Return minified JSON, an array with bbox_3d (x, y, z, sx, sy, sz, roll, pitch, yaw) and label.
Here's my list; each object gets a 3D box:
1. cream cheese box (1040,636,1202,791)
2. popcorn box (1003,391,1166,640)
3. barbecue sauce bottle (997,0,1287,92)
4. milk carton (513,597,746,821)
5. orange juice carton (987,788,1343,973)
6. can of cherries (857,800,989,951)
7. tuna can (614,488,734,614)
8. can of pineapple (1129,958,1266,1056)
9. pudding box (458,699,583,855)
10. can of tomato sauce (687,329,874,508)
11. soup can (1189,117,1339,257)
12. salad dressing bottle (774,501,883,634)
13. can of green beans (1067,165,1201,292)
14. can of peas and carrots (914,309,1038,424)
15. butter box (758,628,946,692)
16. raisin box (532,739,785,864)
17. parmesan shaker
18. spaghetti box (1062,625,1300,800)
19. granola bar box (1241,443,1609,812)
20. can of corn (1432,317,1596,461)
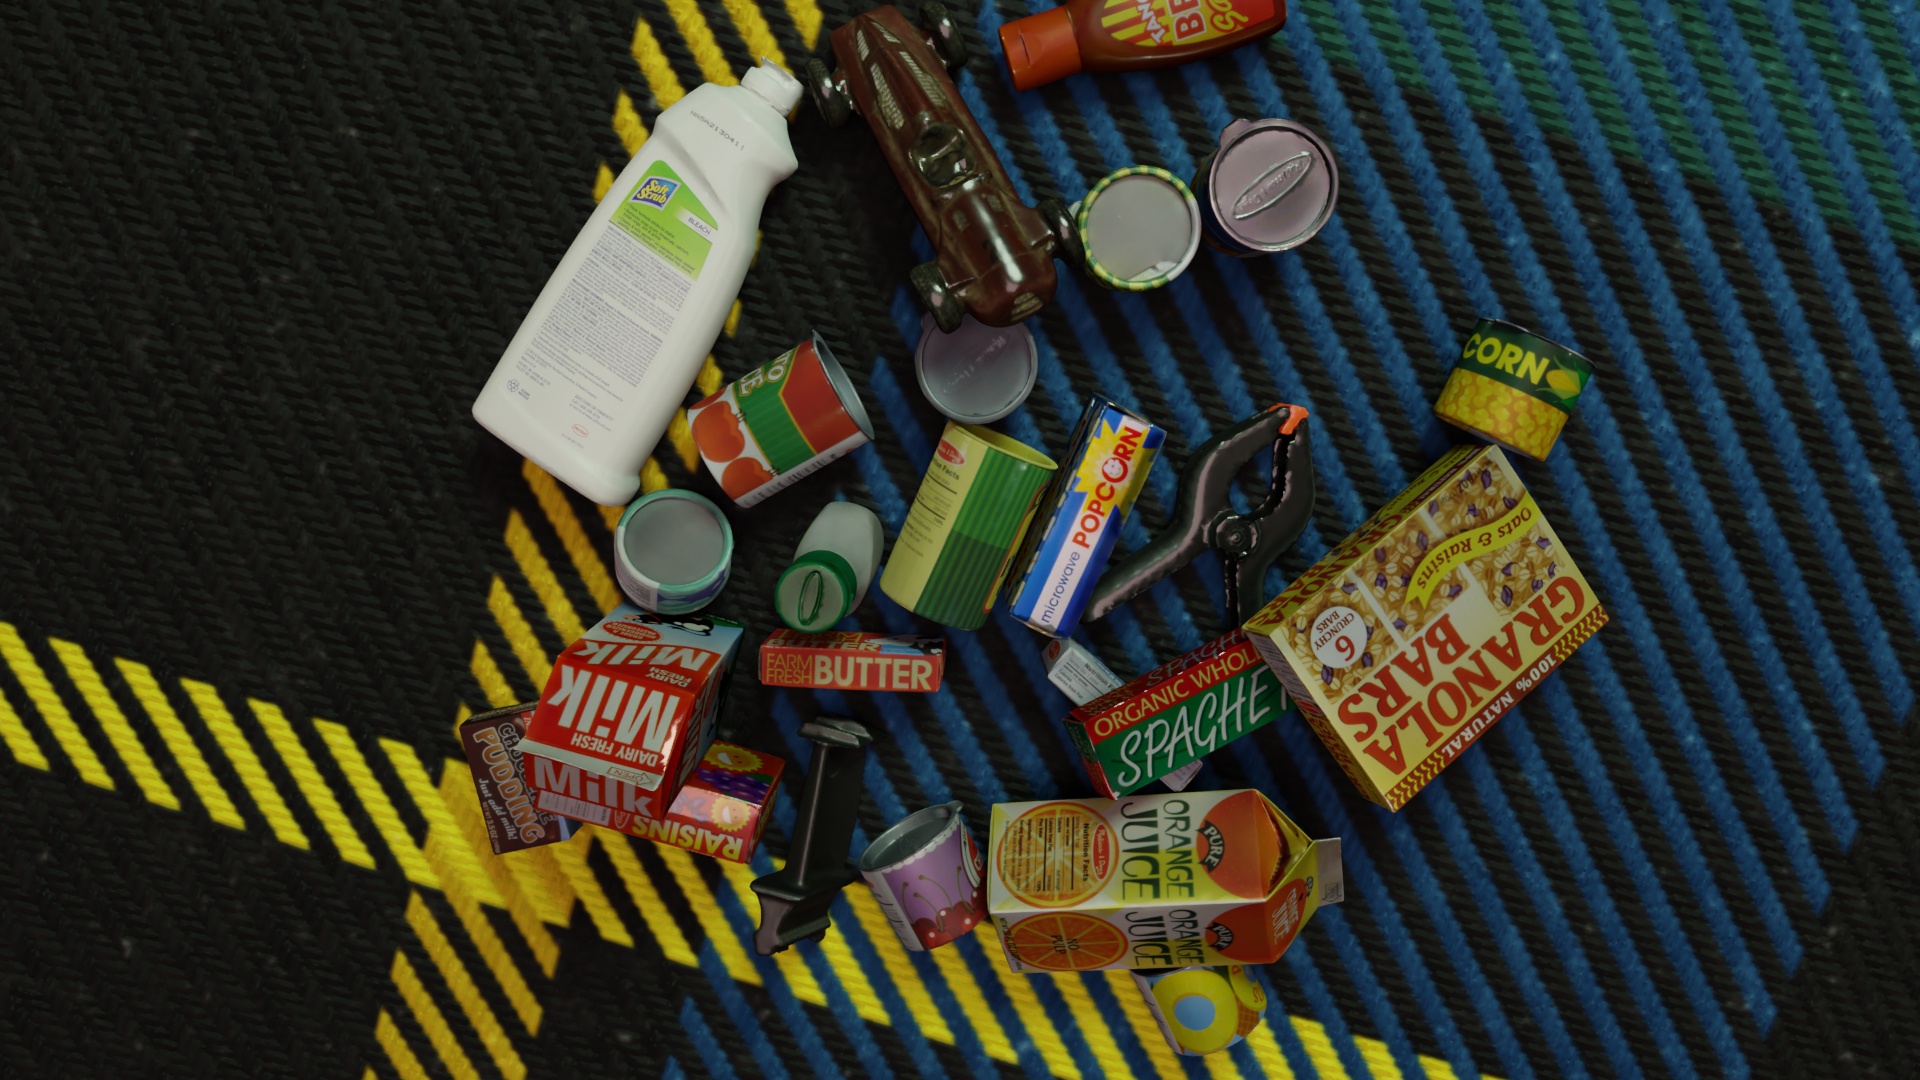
[{"bbox_3d":[0.092,0.098,0.802,0.104,0.053,0.024,41,96,-5],"label":"cream cheese box"},{"bbox_3d":[0.066,-0.015,0.769,0.038,0.085,0.126,24,98,-3],"label":"popcorn box"},{"bbox_3d":[0.096,-0.282,0.748,0.148,0.044,0.064,-17,99,5],"label":"barbecue sauce bottle"},{"bbox_3d":[-0.172,0.090,0.739,0.072,0.191,0.073,16,100,-1],"label":"milk carton"},{"bbox_3d":[0.116,0.191,0.781,0.193,0.073,0.071,-6,135,11],"label":"orange juice carton"},{"bbox_3d":[-0.016,0.196,0.814,0.071,0.071,0.058,-28,97,6],"label":"can of cherries"},{"bbox_3d":[-0.161,0.005,0.790,0.071,0.032,0.071,5,63,-11],"label":"tuna can"},{"bbox_3d":[0.141,0.259,0.819,0.071,0.071,0.058,-26,98,6],"label":"can of pineapple"},{"bbox_3d":[-0.262,0.141,0.831,0.050,0.030,0.083,-12,99,3],"label":"pudding box"},{"bbox_3d":[-0.101,-0.067,0.776,0.083,0.071,0.071,-29,97,7],"label":"can of tomato sauce"},{"bbox_3d":[0.158,-0.188,0.740,0.071,0.084,0.071,0,99,2],"label":"soup can"},{"bbox_3d":[-0.070,0.016,0.746,0.044,0.148,0.064,14,99,0],"label":"salad dressing bottle"},{"bbox_3d":[0.095,-0.169,0.758,0.071,0.058,0.071,0,99,2],"label":"can of green beans"},{"bbox_3d":[0.008,-0.101,0.771,0.071,0.059,0.071,0,98,2],"label":"can of peas and carrots"},{"bbox_3d":[-0.061,0.069,0.802,0.103,0.053,0.024,2,98,1],"label":"butter box"},{"bbox_3d":[-0.170,0.140,0.800,0.123,0.086,0.040,15,98,-1],"label":"raisin box"},{"bbox_3d":[0.003,-0.010,0.783,0.071,0.071,0.103,24,101,-2],"label":"parmesan shaker"},{"bbox_3d":[0.178,0.068,0.774,0.250,0.028,0.050,-25,97,-11],"label":"spaghetti box"},{"bbox_3d":[0.253,0.045,0.755,0.166,0.039,0.124,-38,100,-10],"label":"granola bar box"},{"bbox_3d":[0.300,-0.083,0.760,0.071,0.071,0.058,24,100,-2],"label":"can of corn"}]
